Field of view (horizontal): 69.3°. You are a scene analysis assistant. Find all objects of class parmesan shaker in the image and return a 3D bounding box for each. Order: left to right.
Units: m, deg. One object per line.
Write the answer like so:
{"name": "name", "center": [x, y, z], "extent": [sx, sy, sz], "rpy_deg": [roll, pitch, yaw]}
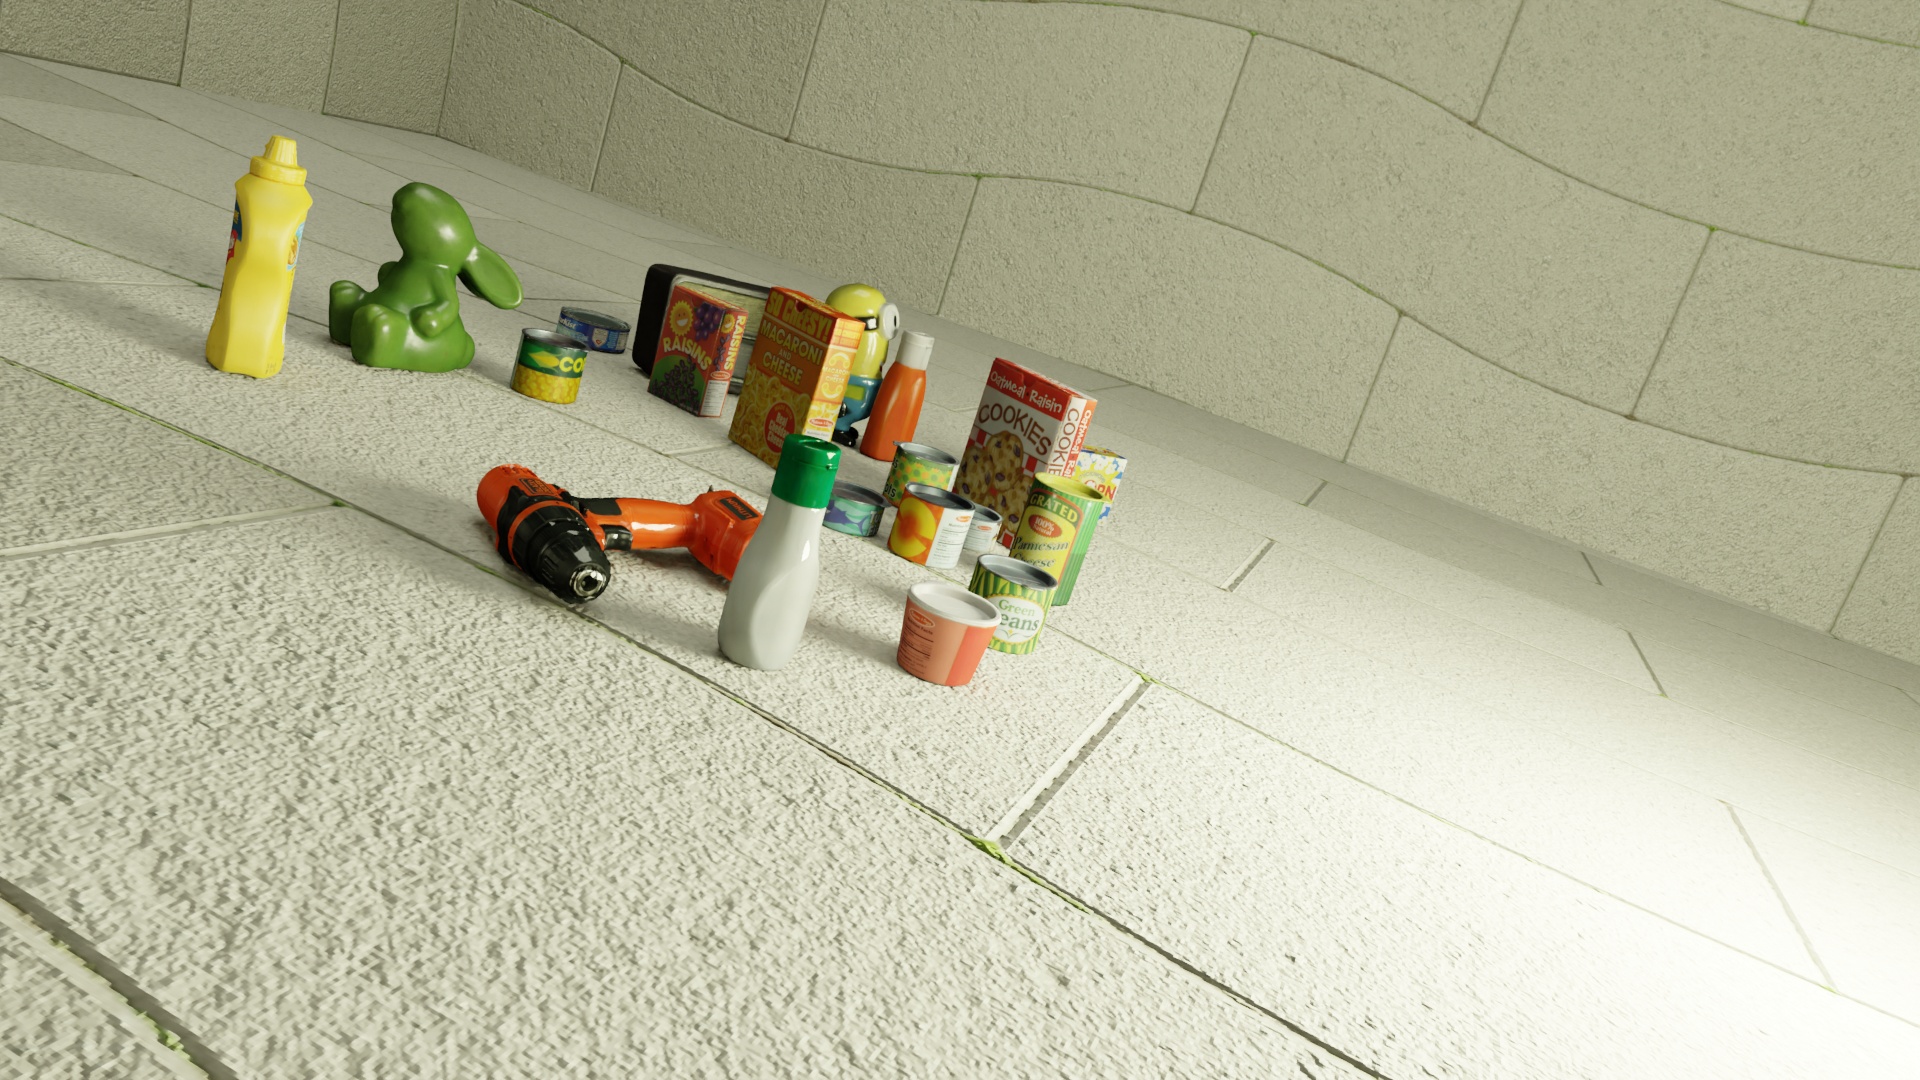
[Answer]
{"name": "parmesan shaker", "center": [0.084, 0.000, 1.233], "extent": [0.071, 0.102, 0.071], "rpy_deg": [17, 14, -4]}

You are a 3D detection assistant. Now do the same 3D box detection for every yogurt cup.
{"name": "yogurt cup", "center": [-0.011, 0.066, 0.966], "extent": [0.072, 0.053, 0.072], "rpy_deg": [17, 14, -4]}

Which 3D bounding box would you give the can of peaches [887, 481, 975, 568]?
{"name": "can of peaches", "center": [-0.028, -0.014, 1.240], "extent": [0.071, 0.058, 0.071], "rpy_deg": [17, 14, -4]}

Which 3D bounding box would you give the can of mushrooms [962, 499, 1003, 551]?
{"name": "can of mushrooms", "center": [0.005, -0.017, 1.342], "extent": [0.071, 0.033, 0.071], "rpy_deg": [17, 14, -4]}

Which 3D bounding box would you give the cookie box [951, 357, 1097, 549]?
{"name": "cookie box", "center": [0.058, -0.084, 1.389], "extent": [0.040, 0.167, 0.123], "rpy_deg": [6, 18, -42]}

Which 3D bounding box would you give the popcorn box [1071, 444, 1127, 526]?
{"name": "popcorn box", "center": [0.120, -0.066, 1.566], "extent": [0.127, 0.085, 0.038], "rpy_deg": [7, 18, -38]}

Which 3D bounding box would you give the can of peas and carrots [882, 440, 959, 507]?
{"name": "can of peas and carrots", "center": [-0.043, -0.063, 1.406], "extent": [0.071, 0.058, 0.071], "rpy_deg": [17, 14, -4]}

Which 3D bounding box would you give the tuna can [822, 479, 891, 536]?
{"name": "tuna can", "center": [-0.100, -0.029, 1.261], "extent": [0.071, 0.032, 0.071], "rpy_deg": [17, 14, -4]}

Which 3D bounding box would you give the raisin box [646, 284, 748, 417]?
{"name": "raisin box", "center": [-0.288, -0.206, 1.516], "extent": [0.086, 0.123, 0.040], "rpy_deg": [27, 16, 32]}

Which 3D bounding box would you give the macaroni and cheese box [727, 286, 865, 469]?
{"name": "macaroni and cheese box", "center": [-0.167, -0.159, 1.396], "extent": [0.040, 0.166, 0.124], "rpy_deg": [5, 19, -43]}

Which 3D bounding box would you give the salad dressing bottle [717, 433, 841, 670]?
{"name": "salad dressing bottle", "center": [-0.112, 0.007, 0.875], "extent": [0.044, 0.147, 0.064], "rpy_deg": [25, 15, 26]}

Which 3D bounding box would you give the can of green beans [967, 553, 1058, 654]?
{"name": "can of green beans", "center": [0.036, 0.049, 1.080], "extent": [0.071, 0.057, 0.071], "rpy_deg": [17, 14, -4]}

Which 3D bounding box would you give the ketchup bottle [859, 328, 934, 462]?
{"name": "ketchup bottle", "center": [-0.067, -0.164, 1.574], "extent": [0.043, 0.148, 0.065], "rpy_deg": [26, 16, 31]}

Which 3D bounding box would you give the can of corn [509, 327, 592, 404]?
{"name": "can of corn", "center": [-0.405, -0.172, 1.376], "extent": [0.071, 0.058, 0.071], "rpy_deg": [17, 14, -4]}
